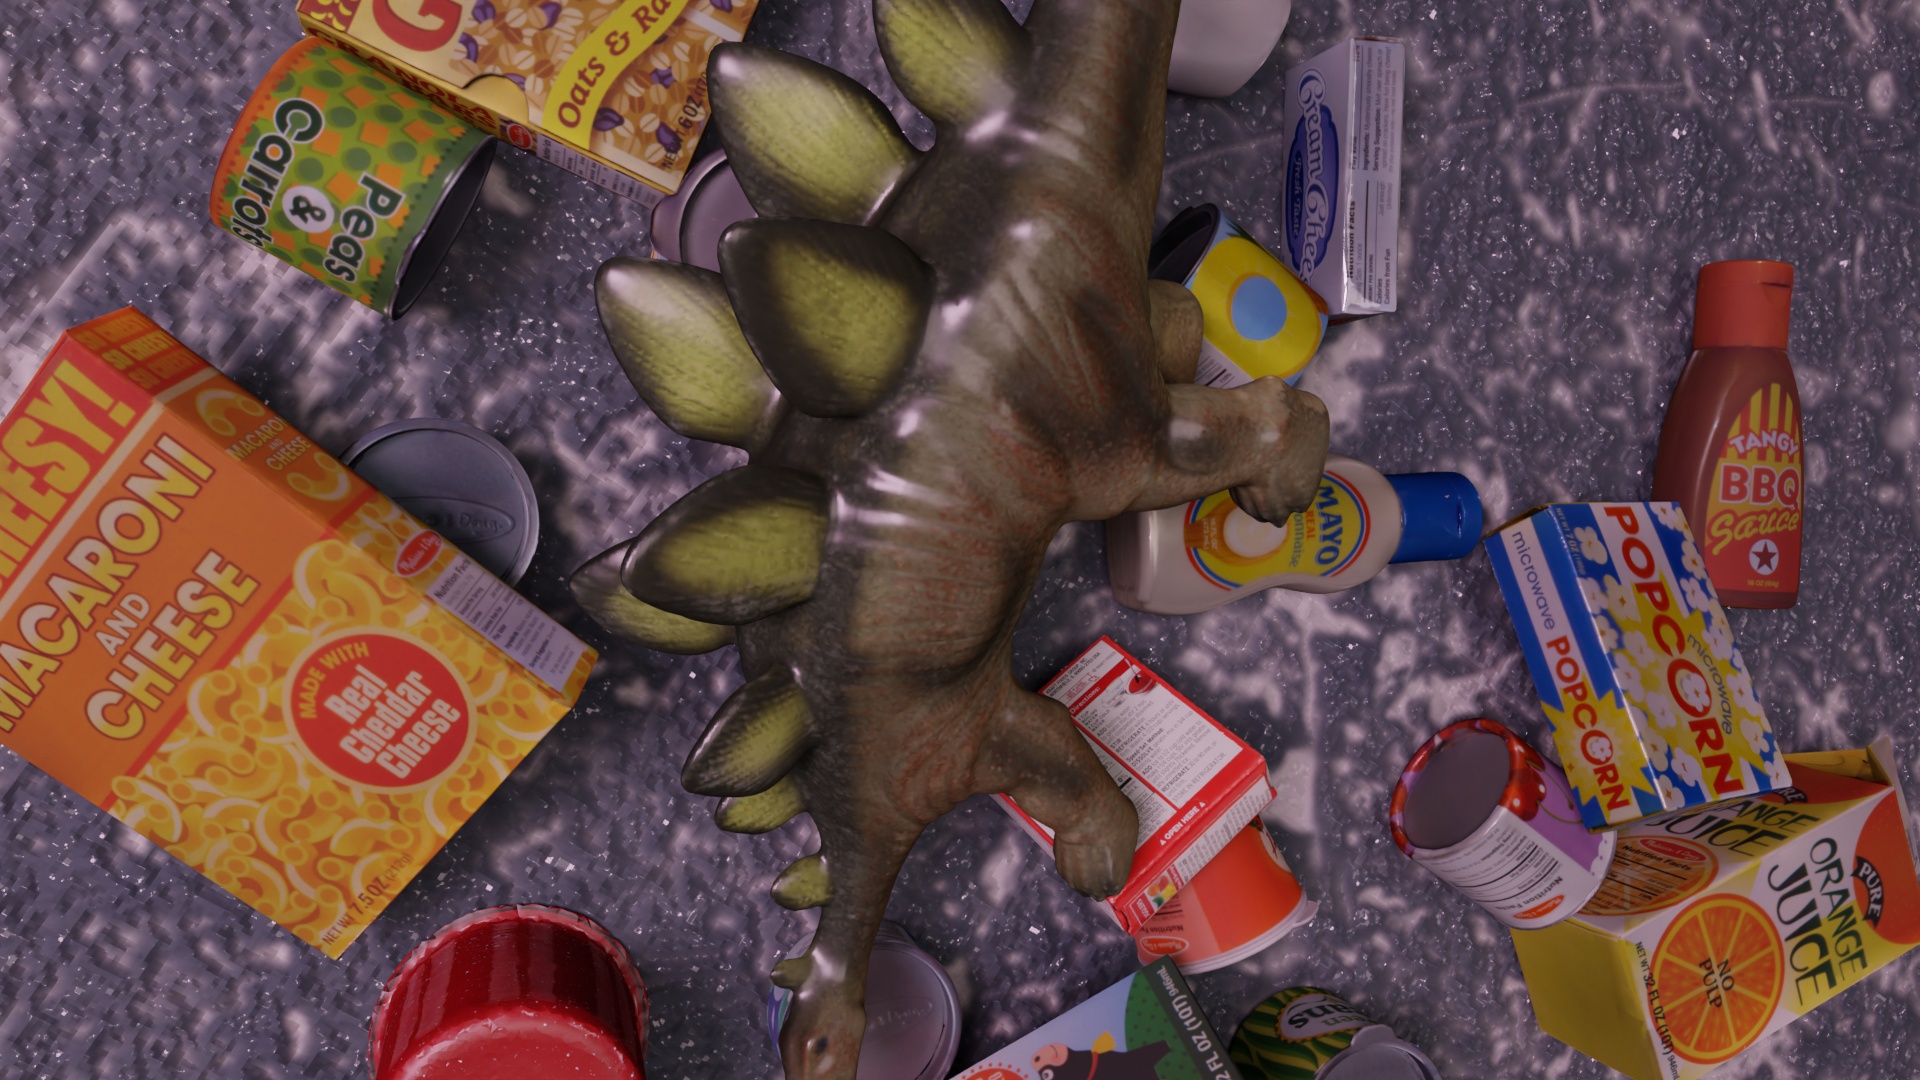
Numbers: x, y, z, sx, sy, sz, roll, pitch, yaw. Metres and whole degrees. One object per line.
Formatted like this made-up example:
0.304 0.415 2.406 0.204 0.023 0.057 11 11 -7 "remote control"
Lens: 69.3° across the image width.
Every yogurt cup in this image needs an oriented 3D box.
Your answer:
0.090 0.124 0.525 0.072 0.072 0.054 -23 91 -15 "yogurt cup"

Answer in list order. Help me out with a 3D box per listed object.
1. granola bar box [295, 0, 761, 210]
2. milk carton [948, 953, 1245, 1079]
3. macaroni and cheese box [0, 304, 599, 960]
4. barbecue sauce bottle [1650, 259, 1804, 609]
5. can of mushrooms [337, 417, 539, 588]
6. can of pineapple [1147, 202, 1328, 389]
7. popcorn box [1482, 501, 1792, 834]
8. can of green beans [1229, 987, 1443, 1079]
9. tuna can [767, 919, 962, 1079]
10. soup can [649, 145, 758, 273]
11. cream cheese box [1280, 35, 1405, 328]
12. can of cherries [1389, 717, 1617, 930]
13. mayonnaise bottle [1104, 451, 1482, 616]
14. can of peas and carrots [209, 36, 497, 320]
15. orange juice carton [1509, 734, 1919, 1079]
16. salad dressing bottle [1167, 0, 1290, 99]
-0.121 -0.211 0.457 0.124 0.039 0.165 23 85 -17 "granola bar box"
0.013 0.231 0.477 0.191 0.072 0.073 -29 137 -4 "milk carton"
-0.214 0.032 0.413 0.166 0.040 0.123 40 105 -15 "macaroni and cheese box"
0.336 -0.045 0.605 0.065 0.043 0.148 4 91 -17 "barbecue sauce bottle"
-0.172 -0.004 0.452 0.071 0.033 0.071 -1 92 -18 "can of mushrooms"
0.094 -0.083 0.516 0.058 0.071 0.071 36 82 -16 "can of pineapple"
0.271 0.047 0.560 0.085 0.038 0.127 -1 68 -31 "popcorn box"
0.147 0.218 0.549 0.071 0.058 0.071 -1 93 -17 "can of green beans"
-0.035 0.175 0.503 0.071 0.033 0.071 -1 93 -17 "tuna can"
-0.069 -0.091 0.455 0.071 0.084 0.071 -1 92 -17 "soup can"
0.146 -0.136 0.536 0.024 0.053 0.103 1 92 -16 "cream cheese box"
0.219 0.113 0.565 0.058 0.071 0.071 35 82 -15 "can of cherries"
0.131 -0.007 0.543 0.148 0.041 0.064 -3 92 -17 "mayonnaise bottle"
-0.185 -0.109 0.424 0.059 0.071 0.071 29 84 -16 "can of peas and carrots"
0.339 0.151 0.599 0.193 0.073 0.071 -21 98 -16 "orange juice carton"
0.050 -0.221 0.509 0.147 0.044 0.064 30 79 -15 "salad dressing bottle"
